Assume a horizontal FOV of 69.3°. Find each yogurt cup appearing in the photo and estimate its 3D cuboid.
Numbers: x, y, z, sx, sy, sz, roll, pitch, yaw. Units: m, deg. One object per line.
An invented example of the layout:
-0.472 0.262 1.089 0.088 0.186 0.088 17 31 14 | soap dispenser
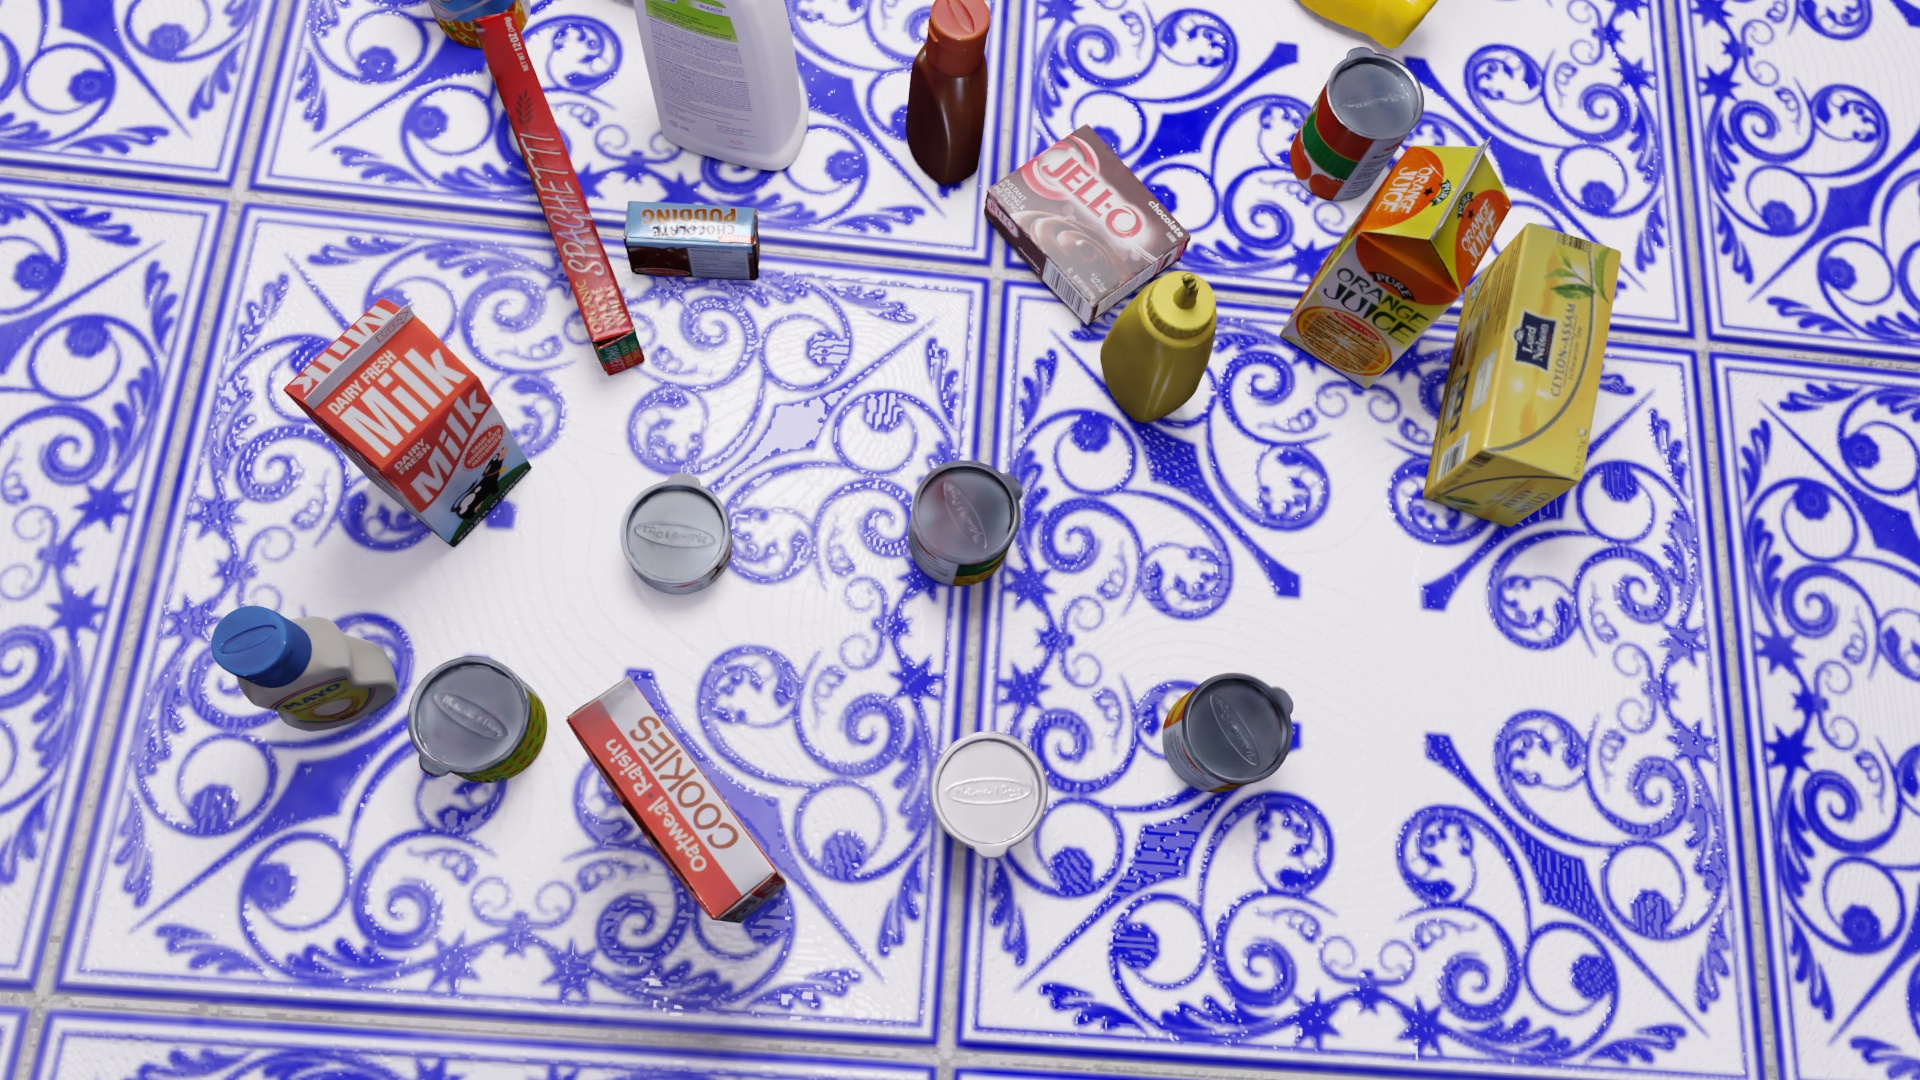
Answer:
0.014 0.149 0.817 0.072 0.053 0.072 1 74 -5 | yogurt cup

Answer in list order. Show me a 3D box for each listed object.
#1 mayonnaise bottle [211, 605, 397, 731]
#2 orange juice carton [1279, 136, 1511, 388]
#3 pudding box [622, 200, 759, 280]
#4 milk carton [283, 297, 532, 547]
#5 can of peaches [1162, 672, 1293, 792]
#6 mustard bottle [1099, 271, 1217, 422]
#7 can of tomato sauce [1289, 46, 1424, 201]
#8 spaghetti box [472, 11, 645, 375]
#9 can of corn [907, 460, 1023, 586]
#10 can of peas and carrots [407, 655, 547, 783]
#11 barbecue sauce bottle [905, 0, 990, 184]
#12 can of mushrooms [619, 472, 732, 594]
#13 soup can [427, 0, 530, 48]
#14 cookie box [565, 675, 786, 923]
-0.359 0.069 0.755 0.065 0.147 0.041 -24 78 -11 | mayonnaise bottle
0.273 -0.174 0.865 0.073 0.192 0.072 33 74 4 | orange juice carton
-0.174 -0.194 0.902 0.084 0.049 0.030 2 74 -5 | pudding box
-0.309 -0.068 0.779 0.073 0.190 0.072 38 74 6 | milk carton
0.162 0.116 0.839 0.071 0.058 0.071 1 74 -5 | can of peaches
0.127 -0.125 0.853 0.049 0.159 0.065 -30 79 -12 | mustard bottle
0.269 -0.284 0.954 0.071 0.083 0.071 1 74 -5 | can of tomato sauce
-0.261 -0.226 0.903 0.029 0.050 0.250 -21 77 -11 | spaghetti box
0.003 -0.011 0.861 0.071 0.058 0.071 1 74 -5 | can of corn
-0.277 0.106 0.799 0.071 0.058 0.071 1 74 -5 | can of peas and carrots
-0.007 -0.293 0.896 0.044 0.148 0.065 -26 78 -12 | barbecue sauce bottle
-0.173 -0.004 0.854 0.071 0.033 0.071 1 74 -5 | can of mushrooms
-0.330 -0.379 0.924 0.071 0.083 0.071 1 74 -5 | soup can
-0.147 0.145 0.743 0.040 0.167 0.123 -37 81 -14 | cookie box
